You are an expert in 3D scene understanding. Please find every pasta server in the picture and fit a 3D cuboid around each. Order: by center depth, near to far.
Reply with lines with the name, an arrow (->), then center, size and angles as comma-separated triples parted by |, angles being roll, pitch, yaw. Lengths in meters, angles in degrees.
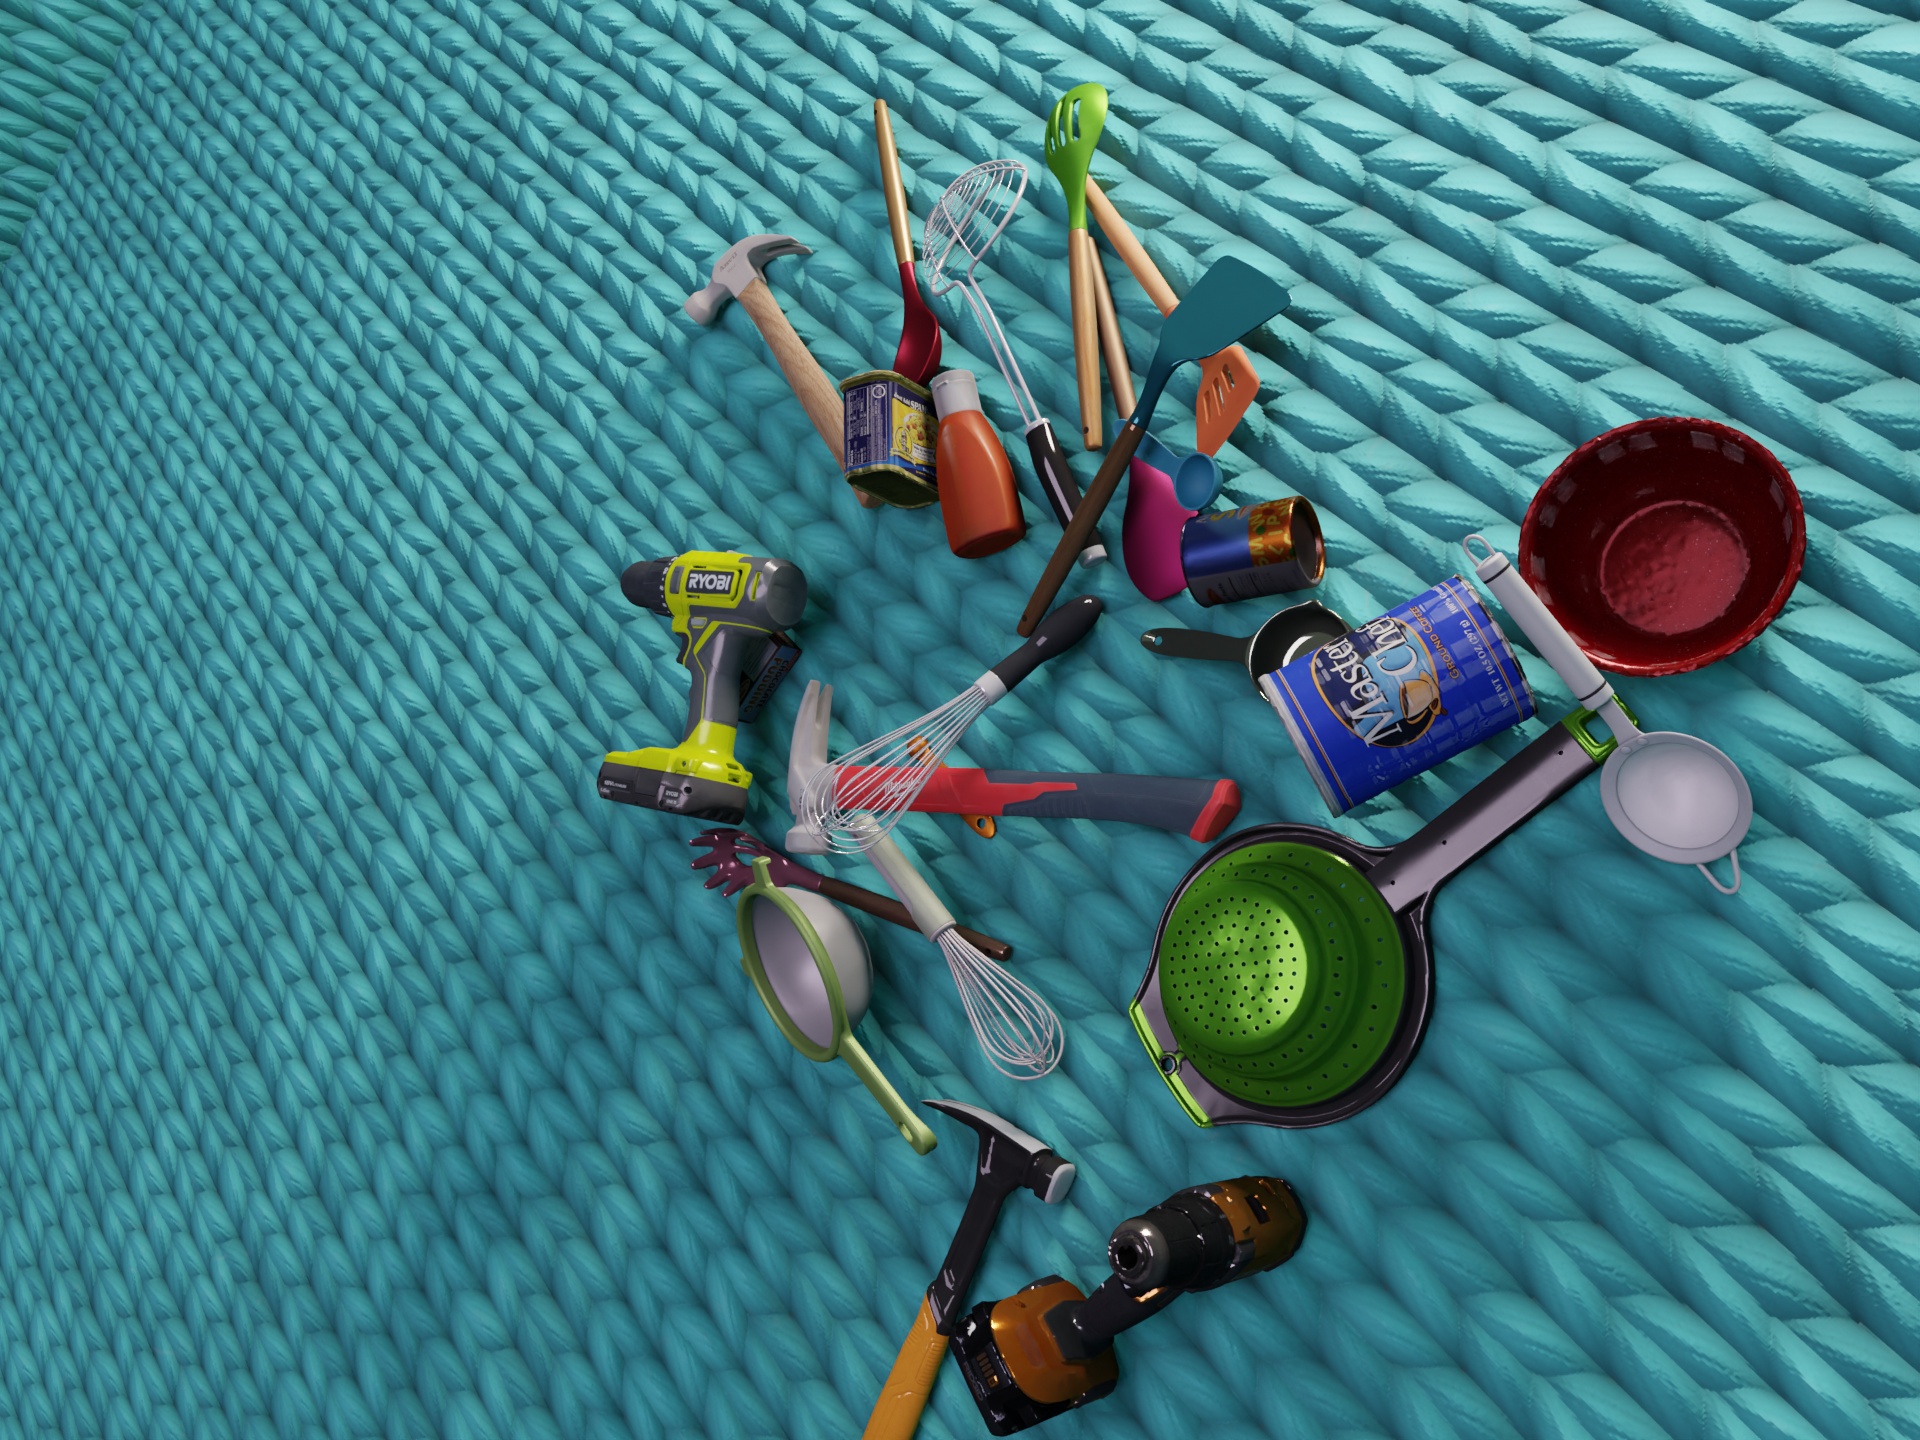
pasta server -> -0.094, 0.144, 1.285 | 0.316, 0.040, 0.060 | 16, 117, 34

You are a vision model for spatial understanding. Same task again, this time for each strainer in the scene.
strainer -> 0.383, -0.010, 0.940 | 0.258, 0.050, 0.087 | 50, 139, -1
strainer -> -0.080, 0.221, 1.226 | 0.257, 0.069, 0.151 | 47, 144, 29

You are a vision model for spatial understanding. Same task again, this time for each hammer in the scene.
hammer -> -0.030, 0.451, 1.171 | 0.127, 0.034, 0.337 | 23, 93, 35
hammer -> 0.029, 0.040, 1.215 | 0.386, 0.038, 0.143 | 0, 81, 32
hammer -> -0.141, -0.317, 1.430 | 0.130, 0.031, 0.332 | -43, 59, 20

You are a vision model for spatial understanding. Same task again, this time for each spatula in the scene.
spatula -> 0.127, -0.193, 1.176 | 0.082, 0.044, 0.317 | 50, 120, 40
spatula -> 0.147, -0.332, 1.228 | 0.081, 0.041, 0.323 | -56, 49, 41

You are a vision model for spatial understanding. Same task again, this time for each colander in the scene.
colander -> 0.254, 0.112, 1.017 | 0.397, 0.094, 0.205 | -43, 59, 19

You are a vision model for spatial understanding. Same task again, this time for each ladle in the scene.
ladle -> -0.052, -0.418, 1.394 | 0.069, 0.031, 0.316 | -32, 58, 46

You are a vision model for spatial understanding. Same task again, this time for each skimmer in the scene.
skimmer -> 0.059, -0.288, 1.283 | 0.127, 0.090, 0.363 | -36, 71, 44

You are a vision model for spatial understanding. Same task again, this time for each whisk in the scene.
whisk -> -0.003, -0.005, 1.191 | 0.284, 0.070, 0.070 | -40, 56, -11
whisk -> -0.009, 0.165, 1.191 | 0.059, 0.057, 0.246 | -34, 68, -15

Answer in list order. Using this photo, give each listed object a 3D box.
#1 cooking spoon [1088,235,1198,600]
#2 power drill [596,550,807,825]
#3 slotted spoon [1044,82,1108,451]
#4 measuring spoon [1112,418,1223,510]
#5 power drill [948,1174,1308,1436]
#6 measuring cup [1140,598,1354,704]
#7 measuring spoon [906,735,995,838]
cooking spoon -> 0.129, -0.241, 1.232 | 0.069, 0.017, 0.319 | -24, 66, 33
power drill -> -0.236, -0.035, 1.364 | 0.191, 0.080, 0.228 | 7, 82, 35
slotted spoon -> 0.096, -0.363, 1.257 | 0.070, 0.031, 0.314 | -16, 73, 49
measuring spoon -> 0.155, -0.194, 1.182 | 0.129, 0.021, 0.042 | 48, 125, 45
power drill -> 0.096, 0.369, 1.014 | 0.226, 0.185, 0.084 | -42, 61, 23
measuring cup -> 0.206, -0.046, 1.124 | 0.168, 0.038, 0.083 | 10, 85, 38
measuring spoon -> -0.009, 0.052, 1.263 | 0.021, 0.011, 0.117 | -51, 57, 14
